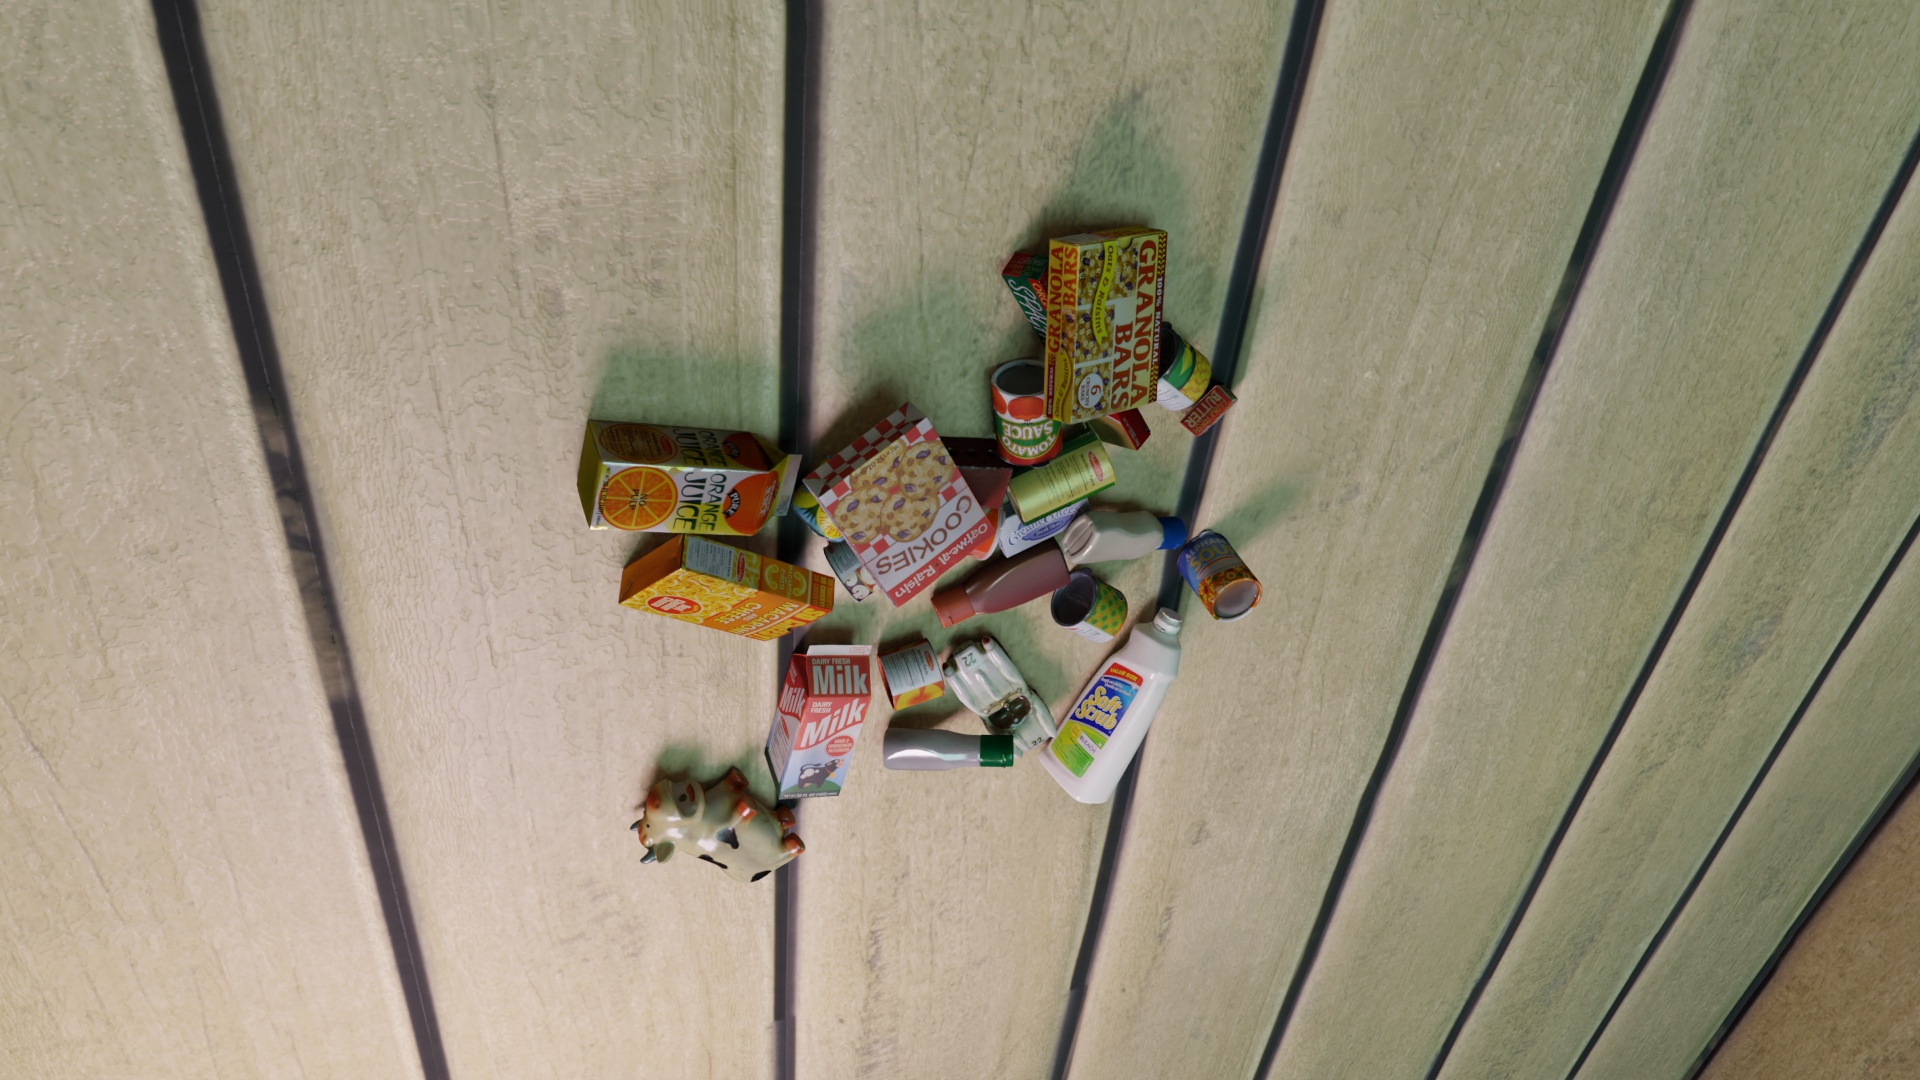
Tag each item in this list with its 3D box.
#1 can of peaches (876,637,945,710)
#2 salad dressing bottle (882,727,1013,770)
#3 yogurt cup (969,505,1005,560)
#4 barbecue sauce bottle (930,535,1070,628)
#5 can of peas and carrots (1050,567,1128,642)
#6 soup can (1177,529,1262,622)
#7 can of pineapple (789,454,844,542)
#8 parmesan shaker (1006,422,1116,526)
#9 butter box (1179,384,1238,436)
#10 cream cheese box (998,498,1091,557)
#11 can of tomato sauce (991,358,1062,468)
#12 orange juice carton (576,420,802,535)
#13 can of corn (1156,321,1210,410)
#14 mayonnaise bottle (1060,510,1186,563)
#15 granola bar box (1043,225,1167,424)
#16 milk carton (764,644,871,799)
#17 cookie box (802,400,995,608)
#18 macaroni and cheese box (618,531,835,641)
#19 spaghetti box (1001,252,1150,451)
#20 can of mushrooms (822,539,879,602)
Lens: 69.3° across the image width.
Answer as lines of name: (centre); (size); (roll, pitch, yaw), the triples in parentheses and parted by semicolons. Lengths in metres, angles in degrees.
can of peaches: (-0.055, 0.147, 1.513); (0.058, 0.071, 0.071); (-17, 132, -11)
salad dressing bottle: (-0.013, 0.239, 1.584); (0.148, 0.044, 0.064); (1, 147, 4)
yogurt cup: (0.005, -0.018, 1.409); (0.054, 0.073, 0.072); (12, 121, -22)
barbecue sauce bottle: (0.042, 0.048, 1.493); (0.149, 0.044, 0.064); (-24, 133, -4)
can of peas and carrots: (0.145, 0.072, 1.545); (0.058, 0.071, 0.070); (28, 112, -39)
soup can: (0.294, 0.040, 1.574); (0.071, 0.084, 0.071); (-12, 130, -15)
can of pineapple: (-0.119, -0.040, 1.329); (0.071, 0.071, 0.057); (30, 110, -39)
parmesan shaker: (0.096, -0.067, 1.411); (0.103, 0.071, 0.071); (-25, 133, -3)
butter box: (0.254, -0.133, 1.415); (0.053, 0.024, 0.104); (-46, 174, 15)
cream cheese box: (0.084, -0.027, 1.464); (0.104, 0.024, 0.053); (-25, 131, -4)
can of tomato sauce: (0.065, -0.123, 1.346); (0.071, 0.071, 0.082); (-16, 131, -12)
orange juice carton: (-0.241, -0.055, 1.258); (0.193, 0.073, 0.071); (2, 124, -27)
can of corn: (0.206, -0.172, 1.376); (0.058, 0.071, 0.071); (30, 110, -39)
mayonnaise bottle: (0.180, -0.006, 1.496); (0.148, 0.041, 0.064); (-3, 146, -39)
granola bar box: (0.134, -0.199, 1.279); (0.125, 0.039, 0.164); (-18, 118, -40)
milk carton: (-0.151, 0.185, 1.494); (0.072, 0.074, 0.189); (2, 125, -25)
cookie box: (-0.053, -0.030, 1.301); (0.123, 0.040, 0.166); (-38, 132, -6)
macaroni and cheese box: (-0.224, 0.049, 1.334); (0.166, 0.040, 0.123); (19, 151, -35)
spaghetti box: (0.114, -0.177, 1.335); (0.029, 0.050, 0.249); (-54, 135, -17)
can of mushrooms: (-0.105, 0.027, 1.392); (0.033, 0.071, 0.071); (-34, 133, 3)
